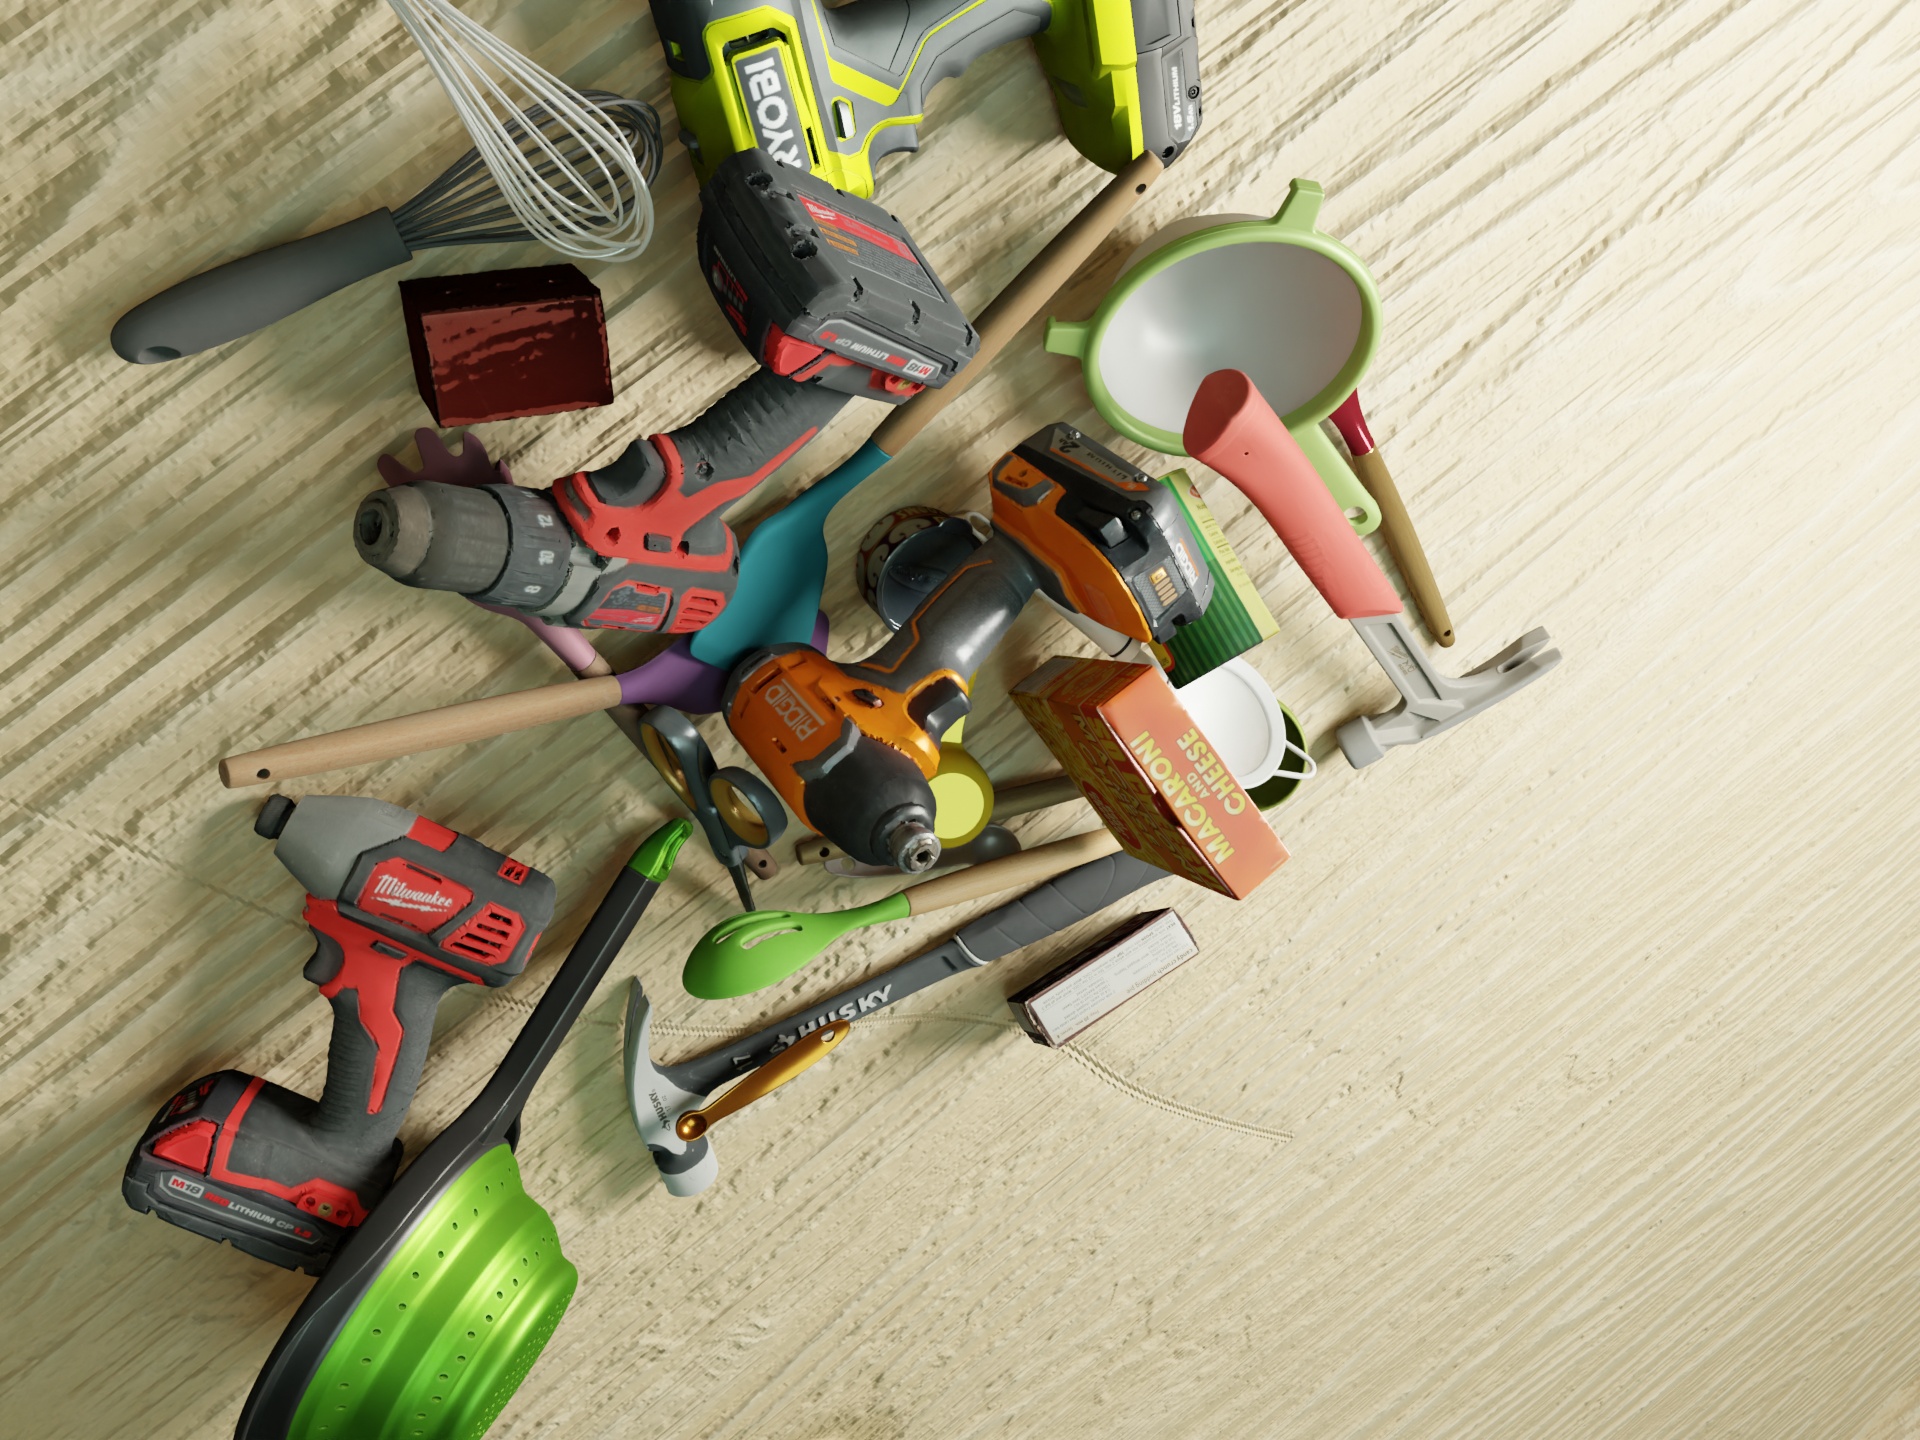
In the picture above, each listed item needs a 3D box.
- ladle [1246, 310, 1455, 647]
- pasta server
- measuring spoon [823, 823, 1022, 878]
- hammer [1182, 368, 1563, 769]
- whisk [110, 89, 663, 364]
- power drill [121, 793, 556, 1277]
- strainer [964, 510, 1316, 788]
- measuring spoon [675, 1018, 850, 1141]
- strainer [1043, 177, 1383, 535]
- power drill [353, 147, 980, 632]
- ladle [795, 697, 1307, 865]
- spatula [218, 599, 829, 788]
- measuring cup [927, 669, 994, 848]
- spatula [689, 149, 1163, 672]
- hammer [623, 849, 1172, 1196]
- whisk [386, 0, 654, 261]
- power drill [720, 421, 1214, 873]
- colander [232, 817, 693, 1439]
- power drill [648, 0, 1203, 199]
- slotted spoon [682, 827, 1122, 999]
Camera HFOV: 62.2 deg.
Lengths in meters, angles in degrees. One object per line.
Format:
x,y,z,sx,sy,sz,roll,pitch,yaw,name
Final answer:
0.248,-0.145,0.955,0.069,0.031,0.315,-37,130,2,ladle
-0.176,-0.016,0.798,0.060,0.040,0.315,-38,132,-5,pasta server
-0.023,0.083,0.941,0.124,0.034,0.018,-2,155,-22,measuring spoon
0.230,-0.087,0.911,0.149,0.037,0.358,-31,140,16,hammer
-0.232,-0.199,0.653,0.239,0.055,0.055,-25,126,-8,whisk
-0.307,0.144,0.775,0.143,0.079,0.219,28,97,-14,power drill
0.098,-0.037,0.899,0.258,0.050,0.087,38,55,-21,strainer
-0.115,0.206,0.923,0.117,0.011,0.021,-32,123,-15,measuring spoon
0.164,-0.187,0.851,0.151,0.069,0.256,-25,142,25,strainer
-0.123,-0.121,0.659,0.226,0.080,0.187,-42,157,26,power drill
0.060,0.044,0.942,0.320,0.062,0.078,-13,101,-19,ladle
-0.185,-0.011,0.749,0.316,0.018,0.059,-16,124,-41,spatula
-0.001,-0.003,0.882,0.062,0.029,0.156,5,105,-16,measuring cup
-0.014,-0.143,0.764,0.317,0.044,0.082,-44,148,20,spatula
-0.013,0.143,0.972,0.409,0.036,0.149,-24,125,-16,hammer
-0.205,-0.270,0.588,0.246,0.059,0.058,47,48,-19,whisk
0.007,-0.029,0.759,0.226,0.164,0.084,-39,132,-5,power drill
-0.221,0.239,0.825,0.094,0.204,0.397,31,83,5,colander
-0.011,-0.271,0.711,0.228,0.080,0.190,-25,130,-12,power drill
-0.012,0.097,0.901,0.313,0.070,0.031,-13,110,-33,slotted spoon
